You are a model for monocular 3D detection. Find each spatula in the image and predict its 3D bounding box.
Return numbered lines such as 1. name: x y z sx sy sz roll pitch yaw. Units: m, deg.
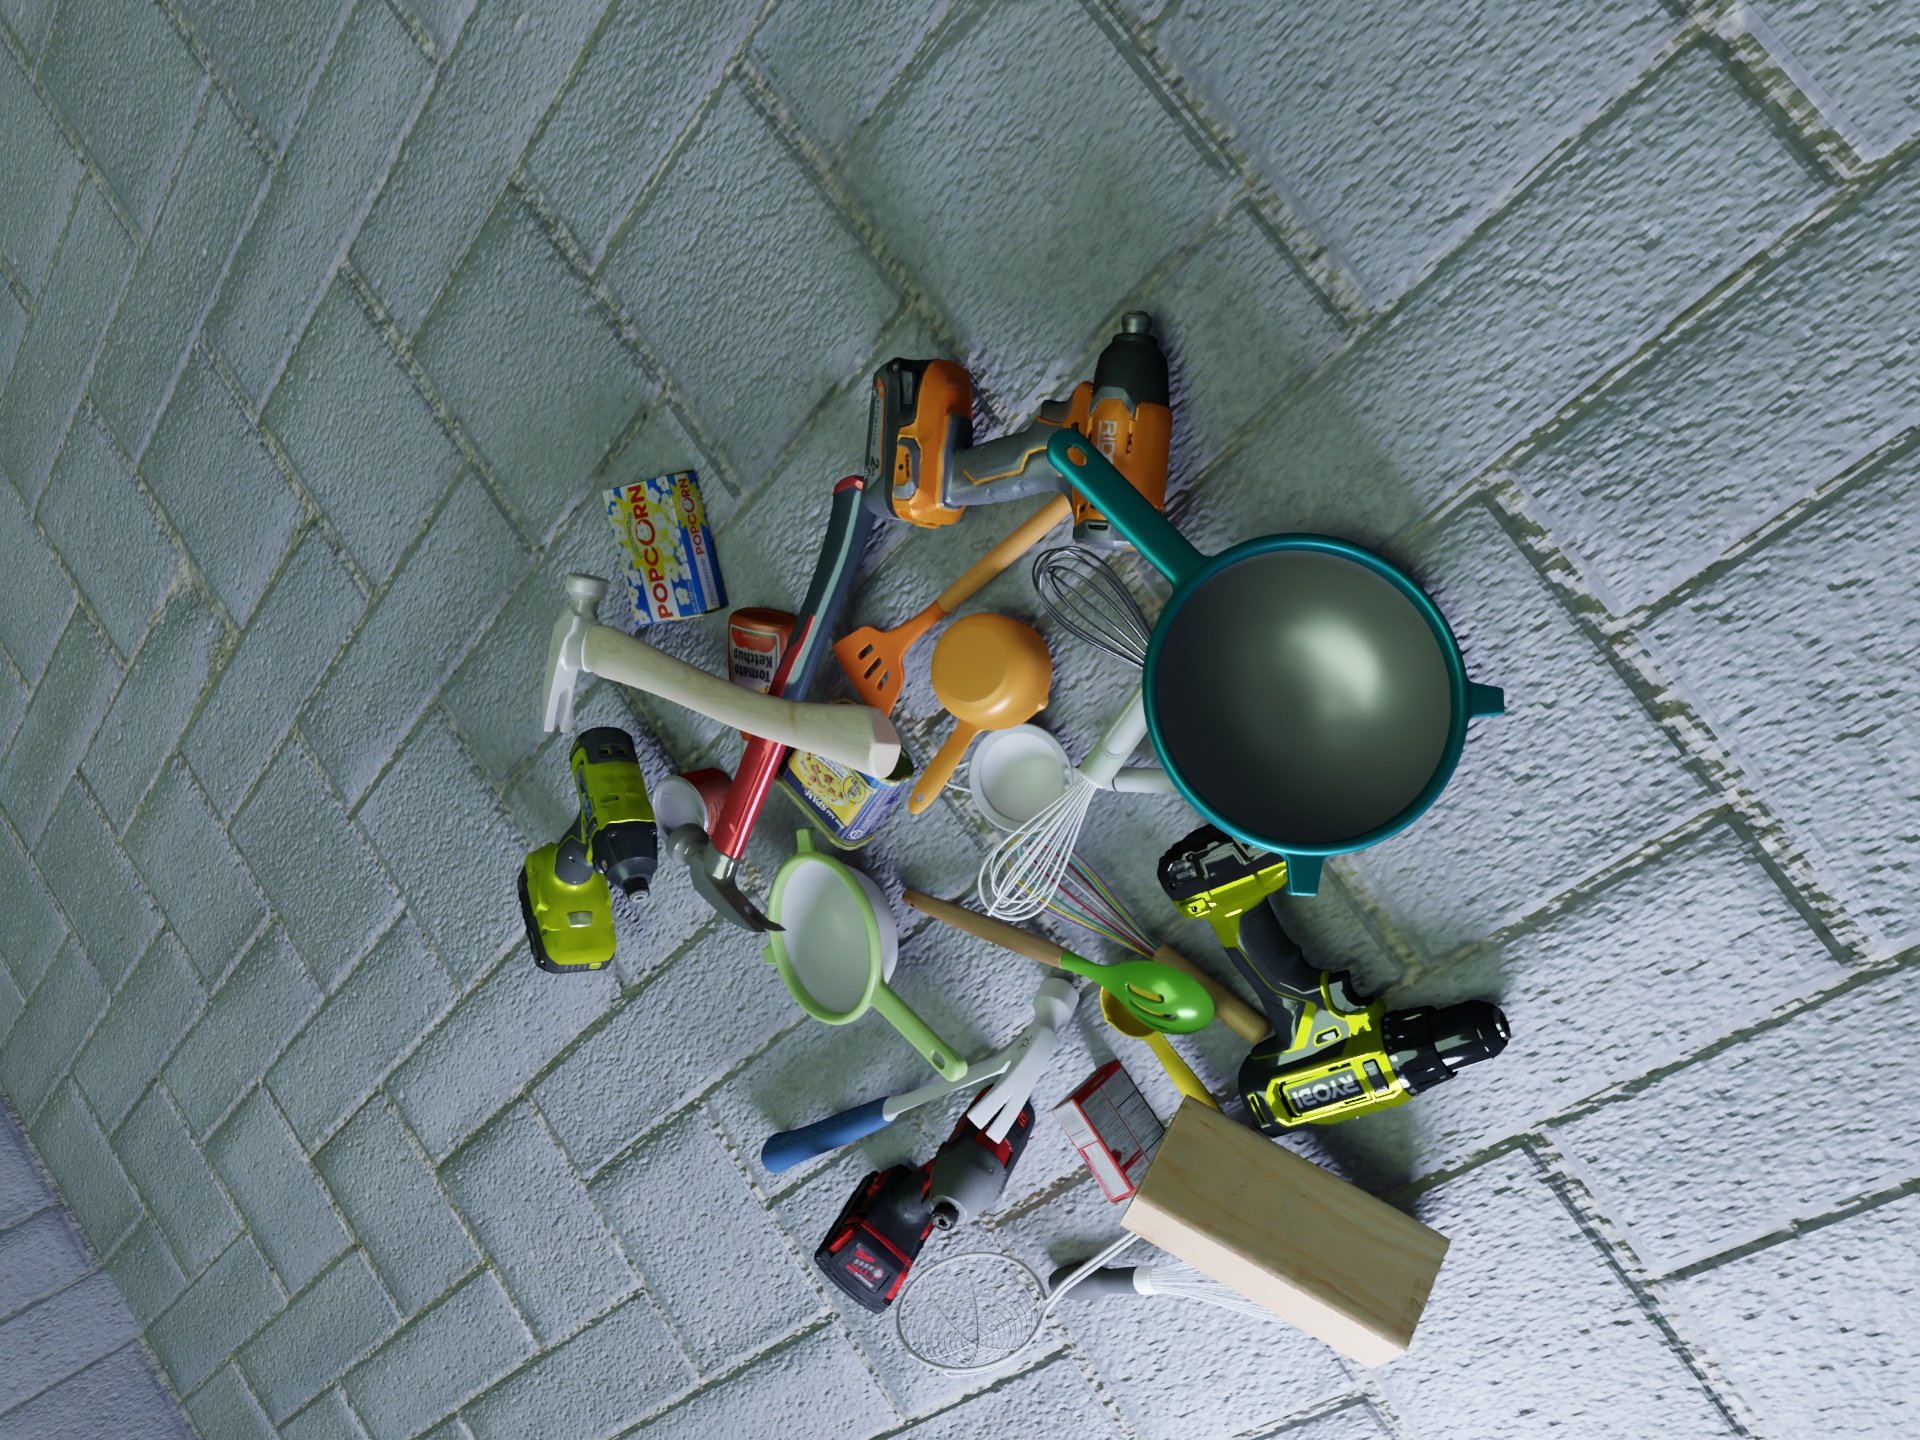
1. spatula: 0.007 -0.106 1.246 0.322 0.041 0.081 -38 81 33

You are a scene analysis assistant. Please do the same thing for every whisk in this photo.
1. whisk: 0.092 0.049 1.173 0.058 0.059 0.246 37 102 8
2. whisk: 0.136 0.164 1.230 0.245 0.047 0.051 37 121 16
3. whisk: 0.177 0.449 1.282 0.284 0.070 0.070 -20 93 42
4. whisk: 0.143 -0.037 1.118 0.239 0.055 0.055 41 127 -10

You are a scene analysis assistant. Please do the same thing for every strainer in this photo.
1. strainer: 0.109 0.045 1.210 0.258 0.050 0.087 1 96 29
2. strainer: 0.175 -0.057 1.060 0.340 0.211 0.095 47 170 7
3. strainer: -0.064 0.209 1.346 0.257 0.069 0.151 39 124 34

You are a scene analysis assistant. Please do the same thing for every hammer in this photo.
1. hammer: -0.210 -0.013 1.320 0.411 0.038 0.146 19 99 39
2. hammer: -0.057 0.338 1.380 0.035 0.144 0.405 45 135 -12
3. hammer: -0.133 -0.015 1.305 0.143 0.038 0.386 37 112 37

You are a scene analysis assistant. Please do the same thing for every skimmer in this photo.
1. skimmer: 0.094 0.419 1.290 0.090 0.127 0.363 39 116 -13

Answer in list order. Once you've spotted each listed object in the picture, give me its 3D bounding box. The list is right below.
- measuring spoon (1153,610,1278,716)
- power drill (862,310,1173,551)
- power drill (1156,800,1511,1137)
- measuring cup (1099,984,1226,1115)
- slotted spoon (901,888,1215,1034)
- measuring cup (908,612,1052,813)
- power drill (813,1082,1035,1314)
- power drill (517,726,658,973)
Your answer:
1. measuring spoon: 0.186 -0.041 1.145 0.124 0.018 0.034 46 154 22
2. power drill: 0.046 -0.210 1.142 0.226 0.084 0.164 9 96 31
3. power drill: 0.257 0.169 1.119 0.190 0.080 0.228 -26 91 28
4. measuring cup: 0.169 0.258 1.243 0.062 0.029 0.156 -40 83 37
5. slotted spoon: 0.065 0.184 1.265 0.314 0.031 0.070 16 133 42
6. measuring cup: -0.002 -0.004 1.223 0.095 0.052 0.173 36 97 28
7. power drill: -0.029 0.411 1.357 0.078 0.143 0.219 41 127 -1
8. power drill: -0.344 0.137 1.491 0.223 0.080 0.171 -55 46 43
